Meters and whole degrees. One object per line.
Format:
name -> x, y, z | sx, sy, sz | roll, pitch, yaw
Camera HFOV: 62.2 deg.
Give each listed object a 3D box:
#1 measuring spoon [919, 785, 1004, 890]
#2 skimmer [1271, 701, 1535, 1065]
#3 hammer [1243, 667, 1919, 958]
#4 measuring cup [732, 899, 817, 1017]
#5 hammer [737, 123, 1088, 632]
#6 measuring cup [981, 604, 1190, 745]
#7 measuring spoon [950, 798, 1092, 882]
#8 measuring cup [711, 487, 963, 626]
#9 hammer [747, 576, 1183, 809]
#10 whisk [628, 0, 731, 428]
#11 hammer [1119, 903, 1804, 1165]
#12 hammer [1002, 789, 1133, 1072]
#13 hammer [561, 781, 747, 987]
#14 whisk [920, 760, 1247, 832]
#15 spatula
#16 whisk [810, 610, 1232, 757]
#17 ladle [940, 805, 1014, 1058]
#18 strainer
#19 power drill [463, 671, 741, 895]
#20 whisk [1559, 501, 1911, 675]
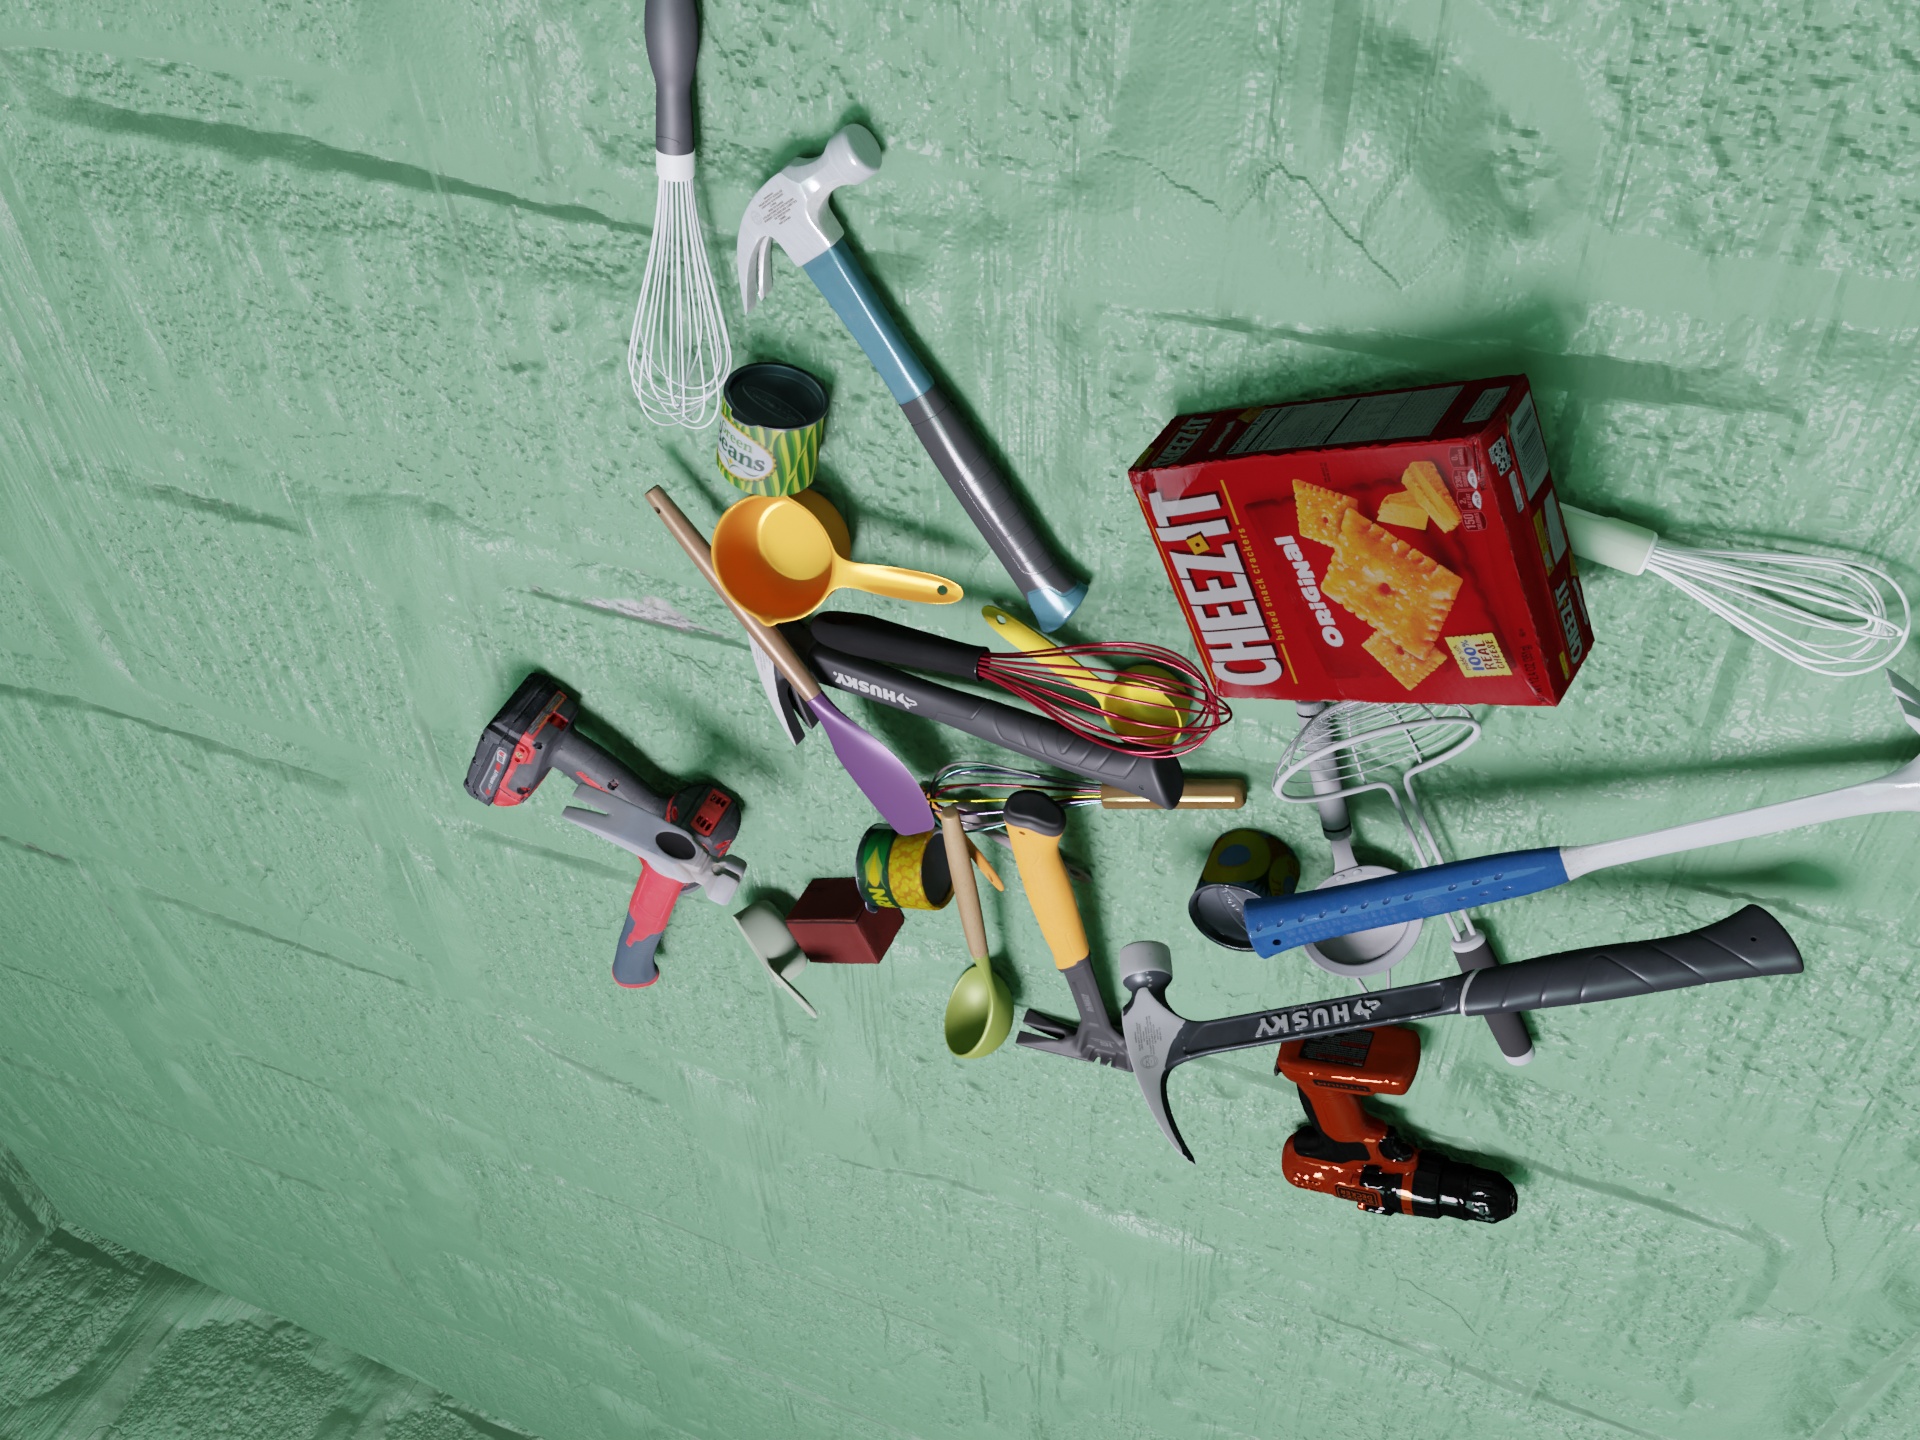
measuring spoon -> -0.003, 0.090, 1.194 | 0.117, 0.011, 0.021 | 48, 159, 36
skimmer -> 0.312, 0.120, 1.025 | 0.127, 0.090, 0.363 | -22, 120, 19
hammer -> 0.360, 0.076, 0.922 | 0.405, 0.035, 0.143 | -16, 129, 25
measuring cup -> -0.143, 0.205, 1.353 | 0.168, 0.038, 0.083 | 31, 152, 57
hammer -> -0.018, -0.189, 0.972 | 0.128, 0.033, 0.330 | -17, 119, 39
measuring cup -> 0.084, -0.038, 1.062 | 0.156, 0.029, 0.062 | 34, 140, 6
measuring spoon -> 0.047, 0.090, 1.213 | 0.124, 0.018, 0.034 | 27, 154, -5
measuring cup -> -0.077, -0.107, 1.064 | 0.173, 0.052, 0.095 | 12, 113, 9
hammer -> -0.002, -0.004, 1.112 | 0.335, 0.035, 0.146 | 19, 137, 22
whisk -> -0.167, -0.300, 0.944 | 0.070, 0.070, 0.284 | 19, 132, 14
hammer -> 0.298, 0.177, 0.990 | 0.409, 0.149, 0.036 | -14, 148, 20
hammer -> 0.075, 0.166, 1.214 | 0.127, 0.034, 0.336 | 8, 142, 24
hammer -> -0.281, 0.159, 1.361 | 0.143, 0.038, 0.386 | 28, 152, -5
whisk -> 0.081, 0.054, 1.129 | 0.245, 0.051, 0.047 | -1, 162, 24
spatula -> -0.118, -0.038, 1.127 | 0.060, 0.018, 0.315 | -19, 115, 47
whisk -> 0.032, -0.032, 1.028 | 0.296, 0.073, 0.073 | 14, 135, 22
ladle -> -0.001, 0.166, 1.235 | 0.062, 0.078, 0.319 | -7, 140, 3
strainer -> 0.253, 0.077, 1.059 | 0.087, 0.050, 0.258 | -17, 118, 3
power drill -> -0.301, 0.069, 1.350 | 0.219, 0.079, 0.143 | 32, 138, -5
whisk -> 0.370, -0.086, 0.840 | 0.246, 0.058, 0.059 | 22, 103, 15
